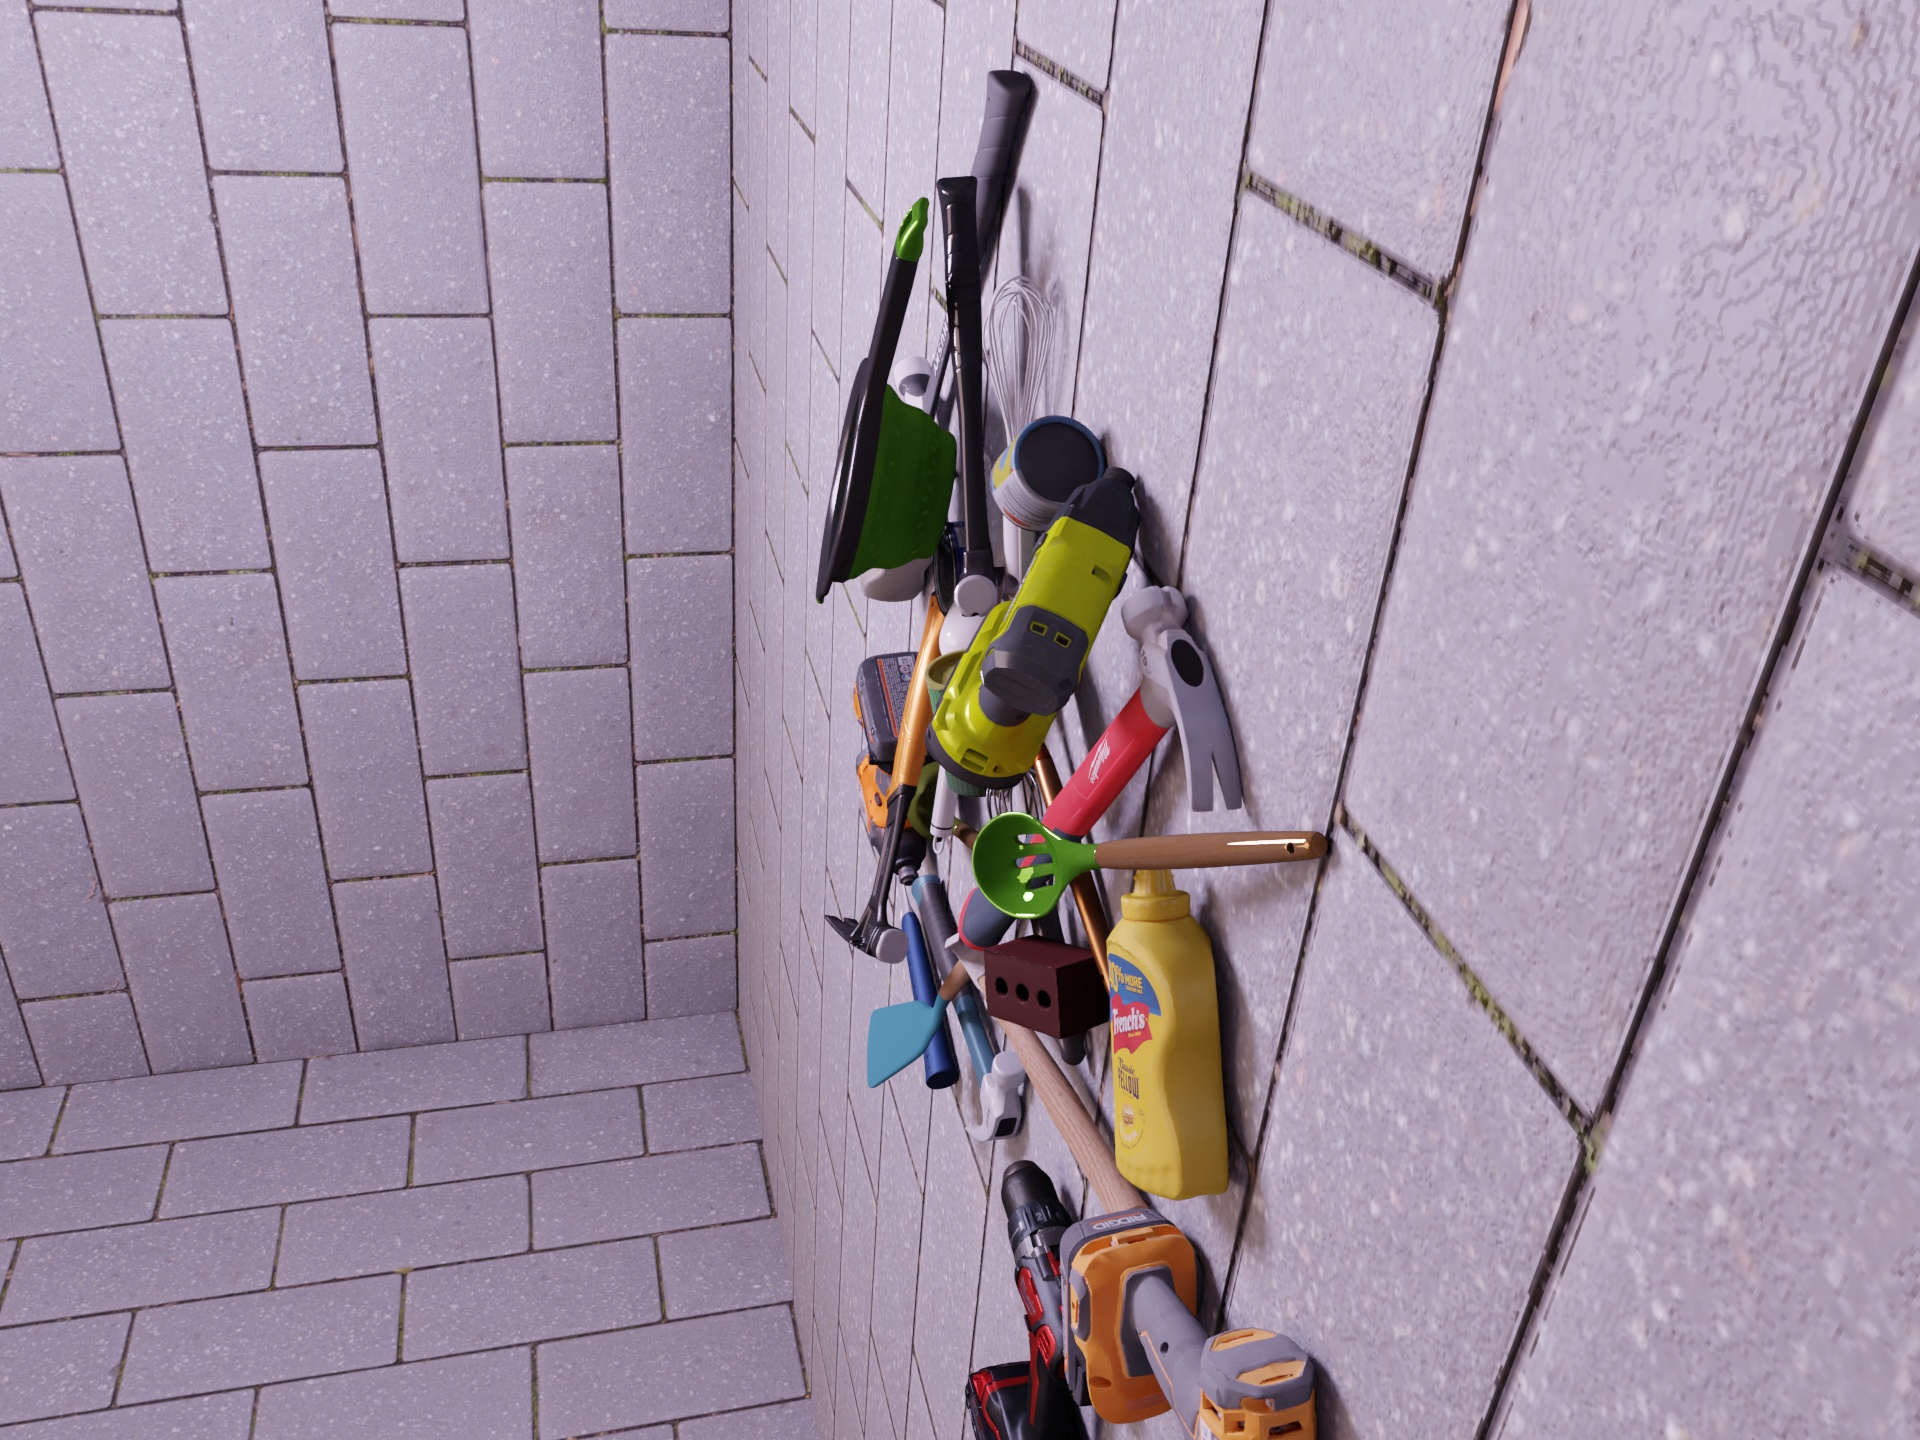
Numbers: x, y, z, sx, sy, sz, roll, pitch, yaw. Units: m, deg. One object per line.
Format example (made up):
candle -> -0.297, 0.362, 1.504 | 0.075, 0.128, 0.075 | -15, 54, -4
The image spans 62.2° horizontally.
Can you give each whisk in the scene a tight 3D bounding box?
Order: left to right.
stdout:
whisk -> 0.043, -0.206, 1.185 | 0.058, 0.059, 0.246 | 23, 125, 41
whisk -> 0.063, 0.141, 1.203 | 0.055, 0.055, 0.239 | 132, 128, -71

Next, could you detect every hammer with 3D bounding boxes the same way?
hammer -> -0.051, 0.046, 1.457 | 0.127, 0.034, 0.337 | 15, 92, 62
hammer -> -0.058, 0.202, 1.725 | 0.144, 0.035, 0.406 | 103, 158, -50
hammer -> 0.001, -0.366, 1.327 | 0.408, 0.036, 0.149 | 110, 151, -59
hammer -> 0.002, 0.259, 1.505 | 0.331, 0.033, 0.128 | -113, 24, -53
hammer -> 0.007, -0.249, 1.228 | 0.146, 0.035, 0.334 | -61, -32, -82
hammer -> 0.062, 0.263, 1.195 | 0.129, 0.031, 0.332 | 61, 176, -33
hammer -> 0.075, 0.079, 1.051 | 0.386, 0.038, 0.143 | 120, 143, -54

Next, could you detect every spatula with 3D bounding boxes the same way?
spatula -> -0.014, 0.232, 1.424 | 0.317, 0.044, 0.082 | 121, 156, -47
spatula -> 0.076, 0.050, 1.168 | 0.081, 0.041, 0.323 | 106, 152, -58

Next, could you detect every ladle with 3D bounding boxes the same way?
ladle -> 0.022, 0.103, 1.385 | 0.320, 0.062, 0.078 | -149, 60, -65

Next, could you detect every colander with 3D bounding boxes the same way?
colander -> -0.039, -0.247, 1.297 | 0.396, 0.094, 0.205 | 112, 165, -52

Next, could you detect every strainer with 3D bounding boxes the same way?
strainer -> -0.002, -0.004, 1.346 | 0.087, 0.050, 0.258 | 26, 115, 43

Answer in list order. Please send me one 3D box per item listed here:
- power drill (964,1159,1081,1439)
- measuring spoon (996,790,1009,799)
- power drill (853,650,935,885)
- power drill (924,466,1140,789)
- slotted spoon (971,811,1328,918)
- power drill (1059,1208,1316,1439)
power drill -> 0.060, 0.480, 1.247 | 0.188, 0.080, 0.226 | -114, 27, -54
measuring spoon -> 0.037, 0.014, 1.327 | 0.034, 0.018, 0.124 | 22, 132, 28
power drill -> -0.061, 0.055, 1.612 | 0.226, 0.084, 0.164 | 99, 161, -55
power drill -> 0.052, -0.056, 1.050 | 0.171, 0.080, 0.223 | -64, 2, -25
slotted spoon -> 0.099, 0.079, 0.914 | 0.314, 0.031, 0.070 | -13, 90, 59
power drill -> 0.134, 0.409, 0.922 | 0.226, 0.084, 0.185 | -155, 61, -69
